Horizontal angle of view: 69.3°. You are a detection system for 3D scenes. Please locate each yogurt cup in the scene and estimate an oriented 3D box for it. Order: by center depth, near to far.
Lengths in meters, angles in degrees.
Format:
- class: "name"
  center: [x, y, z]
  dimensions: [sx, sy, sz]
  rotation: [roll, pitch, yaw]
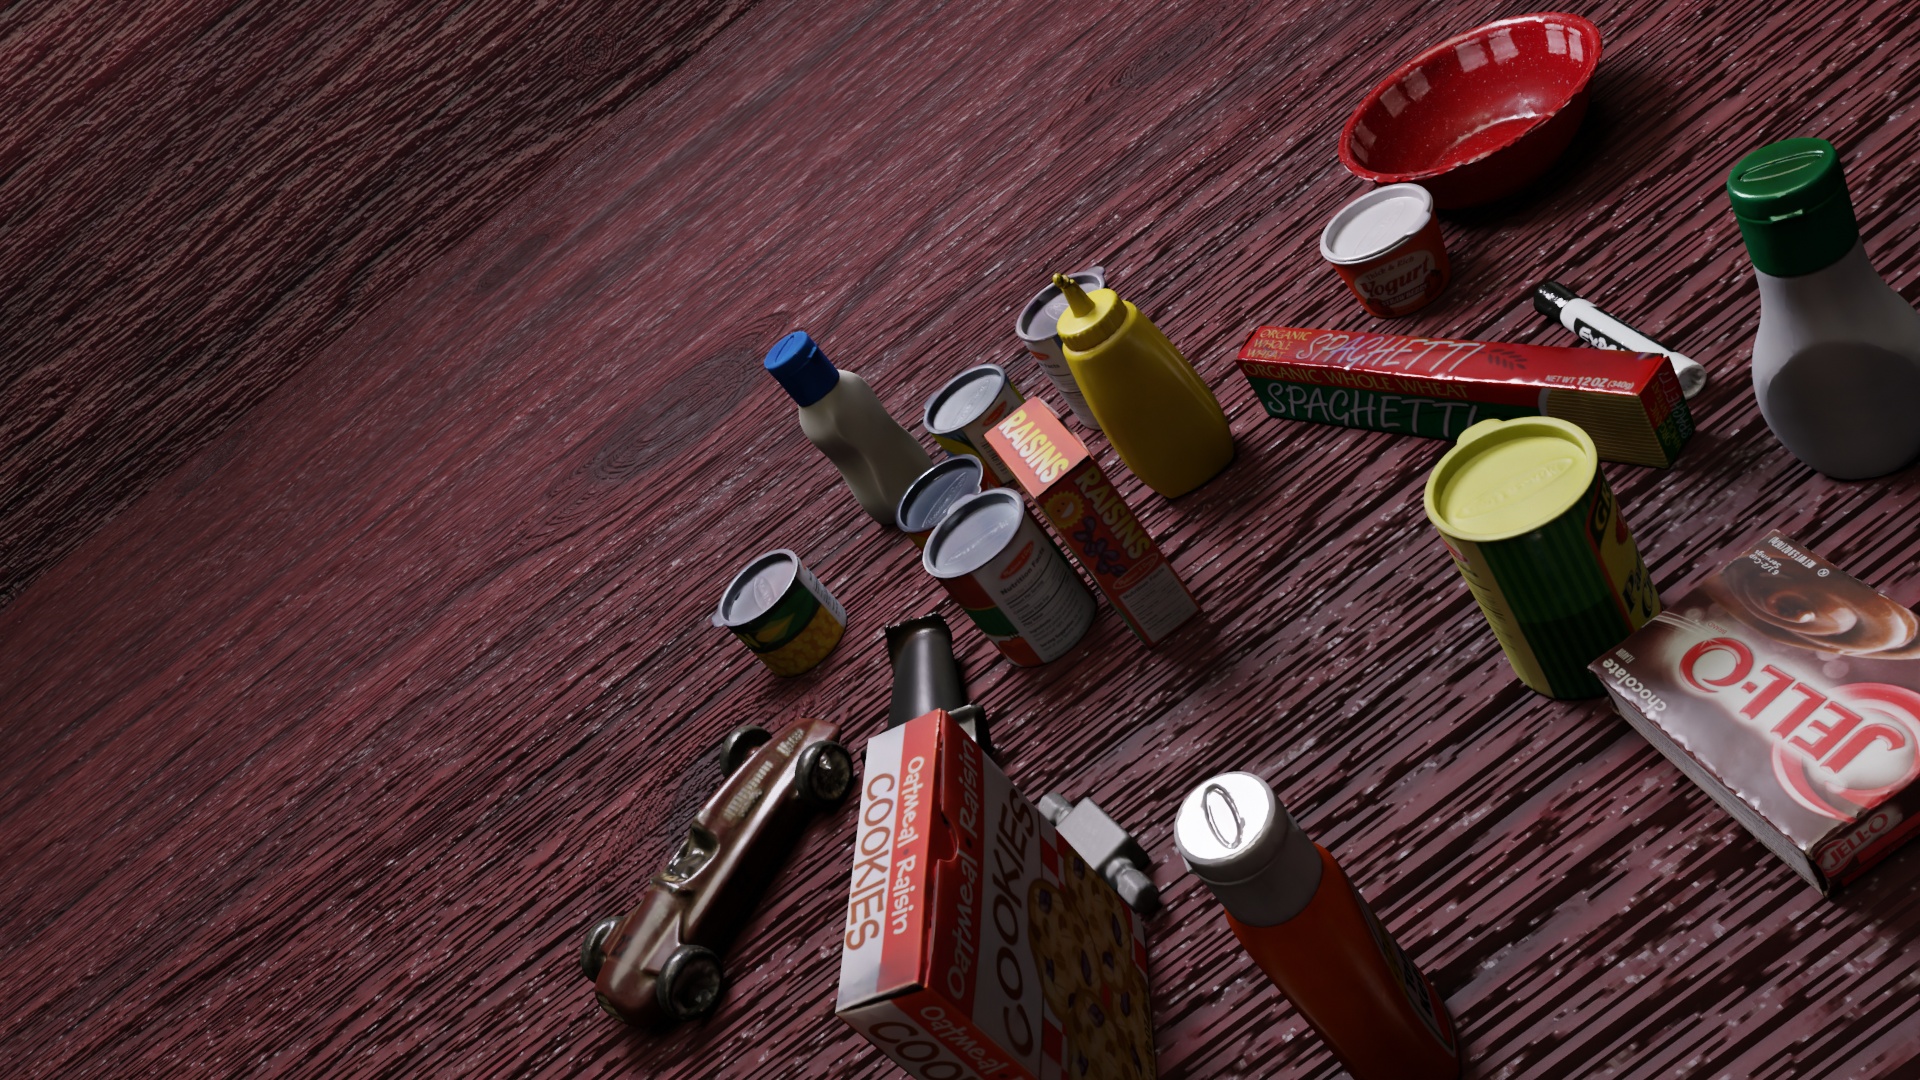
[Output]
- class: "yogurt cup"
  center: [0.255, -0.169, 0.824]
  dimensions: [0.072, 0.053, 0.073]
  rotation: [-27, 34, 20]

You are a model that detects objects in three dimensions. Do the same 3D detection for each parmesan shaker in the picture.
- class: "parmesan shaker"
  center: [0.241, 0.007, 0.570]
  dimensions: [0.071, 0.103, 0.072]
  rotation: [-27, 34, 20]

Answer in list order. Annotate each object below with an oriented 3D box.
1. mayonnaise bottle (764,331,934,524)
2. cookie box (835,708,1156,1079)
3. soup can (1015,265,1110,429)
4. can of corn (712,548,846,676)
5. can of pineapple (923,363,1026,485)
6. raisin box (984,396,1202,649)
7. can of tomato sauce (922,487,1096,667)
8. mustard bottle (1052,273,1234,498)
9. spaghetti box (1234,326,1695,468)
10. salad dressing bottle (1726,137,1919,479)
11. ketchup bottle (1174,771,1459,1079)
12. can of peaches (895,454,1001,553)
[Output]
- class: "mayonnaise bottle"
  center: [-0.077, -0.080, 0.964]
  dimensions: [0.041, 0.147, 0.065]
  rotation: [-11, 42, 38]
- class: "cookie box"
  center: [0.021, 0.163, 0.539]
  dimensions: [0.040, 0.167, 0.123]
  rotation: [-26, 34, 22]
- class: "soup can"
  center: [0.088, -0.126, 0.913]
  dimensions: [0.071, 0.083, 0.072]
  rotation: [-27, 34, 20]
- class: "can of corn"
  center: [-0.121, 0.051, 0.930]
  dimensions: [0.071, 0.058, 0.071]
  rotation: [-27, 34, 20]
- class: "can of pineapple"
  center: [0.017, -0.078, 0.951]
  dimensions: [0.071, 0.057, 0.071]
  rotation: [-27, 34, 20]
- class: "raisin box"
  center: [0.071, -0.010, 0.747]
  dimensions: [0.040, 0.123, 0.086]
  rotation: [-38, 31, 3]
- class: "can of tomato sauce"
  center: [0.028, 0.021, 0.790]
  dimensions: [0.071, 0.083, 0.071]
  rotation: [-27, 34, 20]
- class: "mustard bottle"
  center: [0.097, -0.095, 0.792]
  dimensions: [0.065, 0.159, 0.049]
  rotation: [-34, 32, 10]
- class: "spaghetti box"
  center: [0.247, -0.079, 0.722]
  dimensions: [0.029, 0.050, 0.250]
  rotation: [-50, 33, -16]
- class: "salad dressing bottle"
  center: [0.340, -0.089, 0.545]
  dimensions: [0.064, 0.147, 0.044]
  rotation: [-11, 42, 38]
- class: "ketchup bottle"
  center: [0.123, 0.137, 0.483]
  dimensions: [0.043, 0.148, 0.065]
  rotation: [-33, 32, 11]
- class: "can of peaches"
  center: [0.003, -0.011, 0.880]
  dimensions: [0.071, 0.058, 0.071]
  rotation: [-27, 34, 20]
